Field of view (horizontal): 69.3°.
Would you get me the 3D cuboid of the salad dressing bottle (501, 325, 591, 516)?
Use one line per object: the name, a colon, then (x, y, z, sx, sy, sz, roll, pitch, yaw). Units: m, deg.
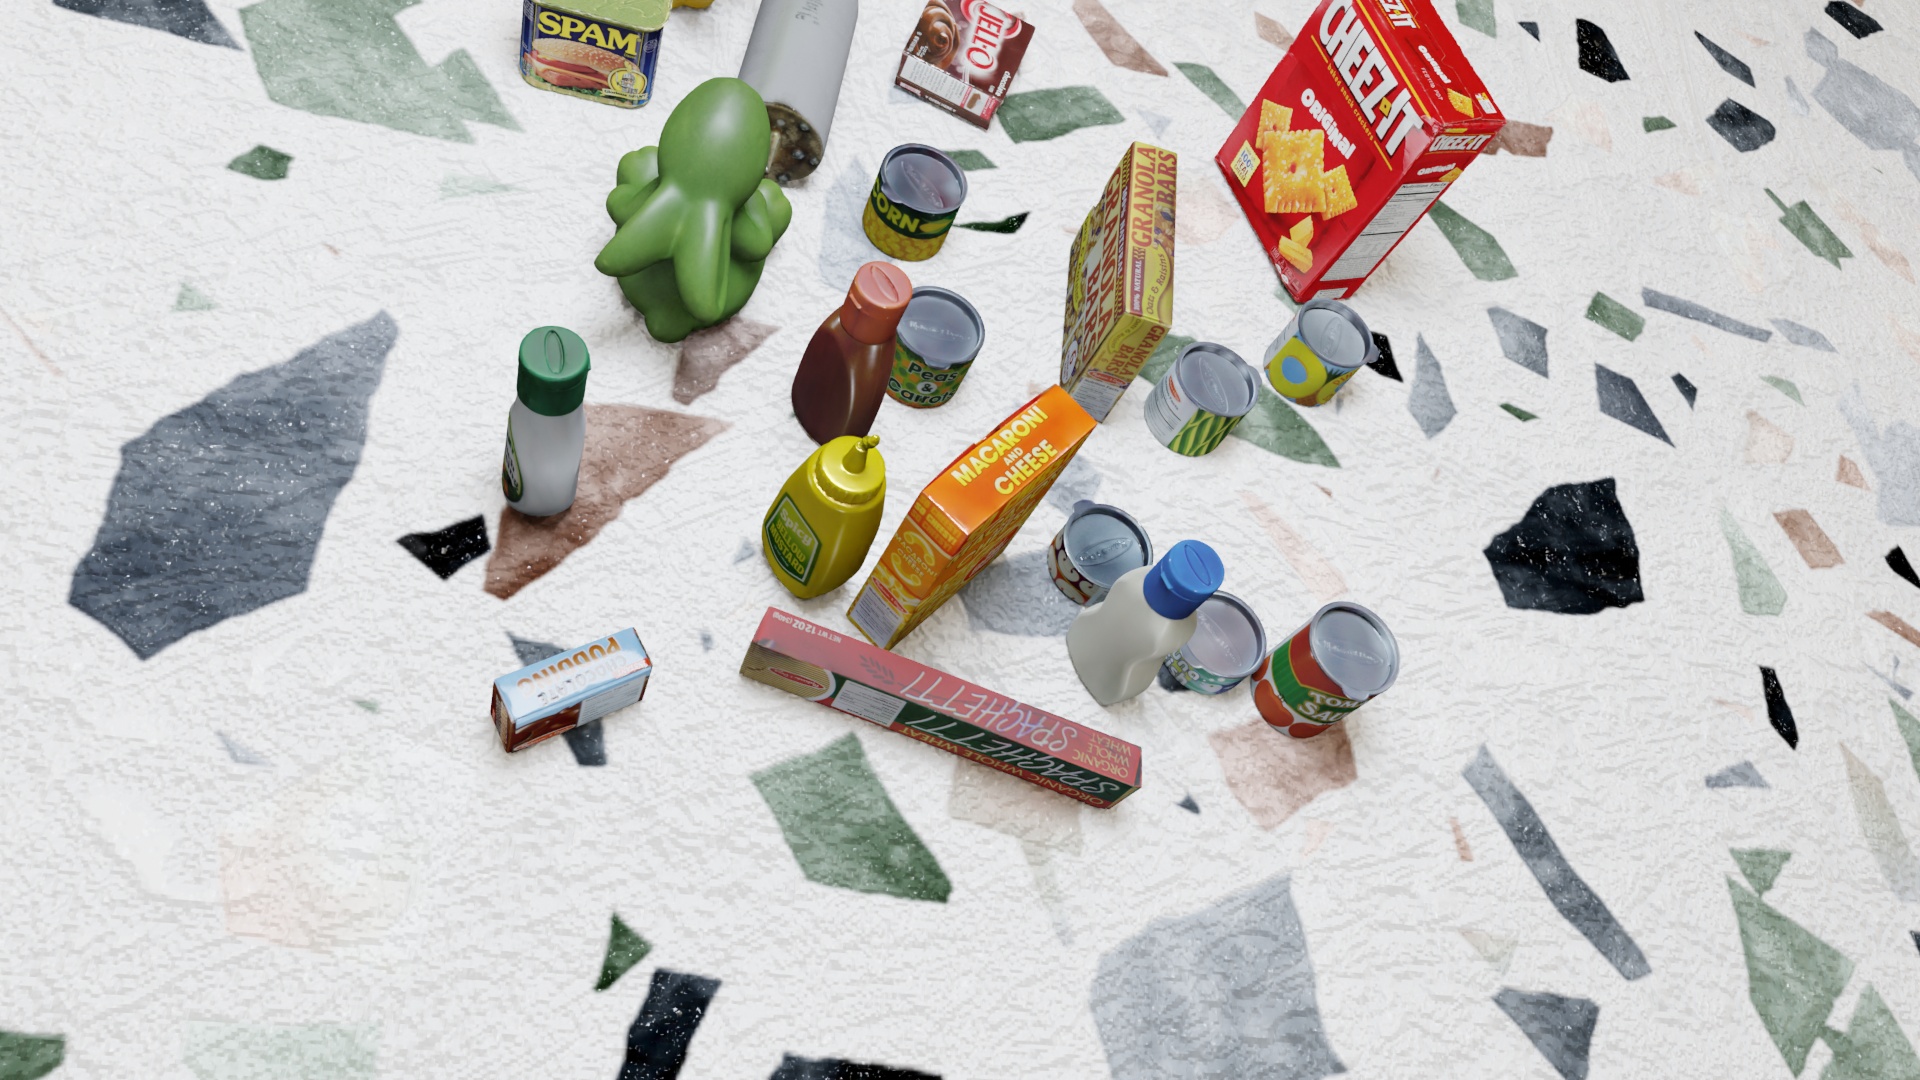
salad dressing bottle: (-0.238, -0.067, 0.798, 0.044, 0.147, 0.064, -3, 63, -22)

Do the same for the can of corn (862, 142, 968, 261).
can of corn: (-0.037, -0.249, 1.032, 0.071, 0.058, 0.071, 9, 59, -16)

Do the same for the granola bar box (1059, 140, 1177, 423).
granola bar box: (0.114, -0.188, 1.014, 0.039, 0.123, 0.166, 15, 58, -13)

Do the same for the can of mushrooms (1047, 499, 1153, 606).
can of mushrooms: (0.094, 0.009, 0.949, 0.071, 0.033, 0.071, 9, 59, -16)

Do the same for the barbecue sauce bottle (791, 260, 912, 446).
barbecue sauce bottle: (-0.069, -0.119, 0.891, 0.044, 0.147, 0.065, -24, 72, -30)

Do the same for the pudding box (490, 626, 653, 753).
pudding box: (-0.218, 0.084, 0.779, 0.084, 0.049, 0.030, -22, 72, -29)

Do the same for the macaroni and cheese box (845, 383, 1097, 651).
macaroni and cheese box: (0.003, -0.011, 0.845, 0.040, 0.165, 0.124, 45, 57, 7)

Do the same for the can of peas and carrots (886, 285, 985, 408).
can of peas and carrots: (-0.023, -0.132, 0.970, 0.071, 0.058, 0.071, 9, 59, -16)

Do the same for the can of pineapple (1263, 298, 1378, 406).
can of pineapple: (0.282, -0.146, 1.093, 0.071, 0.057, 0.071, 9, 59, -16)

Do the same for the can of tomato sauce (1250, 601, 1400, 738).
can of tomato sauce: (0.242, 0.090, 0.929, 0.071, 0.082, 0.071, 9, 59, -16)

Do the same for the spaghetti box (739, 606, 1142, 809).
spaghetti box: (-0.010, 0.105, 0.845, 0.250, 0.050, 0.029, 21, 57, -8)

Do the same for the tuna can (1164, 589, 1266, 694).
tuna can: (0.169, 0.070, 0.942, 0.071, 0.032, 0.071, 9, 59, -16)

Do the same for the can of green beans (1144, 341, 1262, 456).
can of green beans: (0.178, -0.104, 1.030, 0.071, 0.057, 0.071, 9, 59, -16)

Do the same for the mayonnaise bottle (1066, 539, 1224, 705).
mayonnaise bottle: (0.115, 0.049, 0.865, 0.041, 0.147, 0.065, -17, 69, -28)

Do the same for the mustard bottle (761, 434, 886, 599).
mustard bottle: (-0.077, -0.022, 0.826, 0.049, 0.159, 0.065, -29, 75, -31)
